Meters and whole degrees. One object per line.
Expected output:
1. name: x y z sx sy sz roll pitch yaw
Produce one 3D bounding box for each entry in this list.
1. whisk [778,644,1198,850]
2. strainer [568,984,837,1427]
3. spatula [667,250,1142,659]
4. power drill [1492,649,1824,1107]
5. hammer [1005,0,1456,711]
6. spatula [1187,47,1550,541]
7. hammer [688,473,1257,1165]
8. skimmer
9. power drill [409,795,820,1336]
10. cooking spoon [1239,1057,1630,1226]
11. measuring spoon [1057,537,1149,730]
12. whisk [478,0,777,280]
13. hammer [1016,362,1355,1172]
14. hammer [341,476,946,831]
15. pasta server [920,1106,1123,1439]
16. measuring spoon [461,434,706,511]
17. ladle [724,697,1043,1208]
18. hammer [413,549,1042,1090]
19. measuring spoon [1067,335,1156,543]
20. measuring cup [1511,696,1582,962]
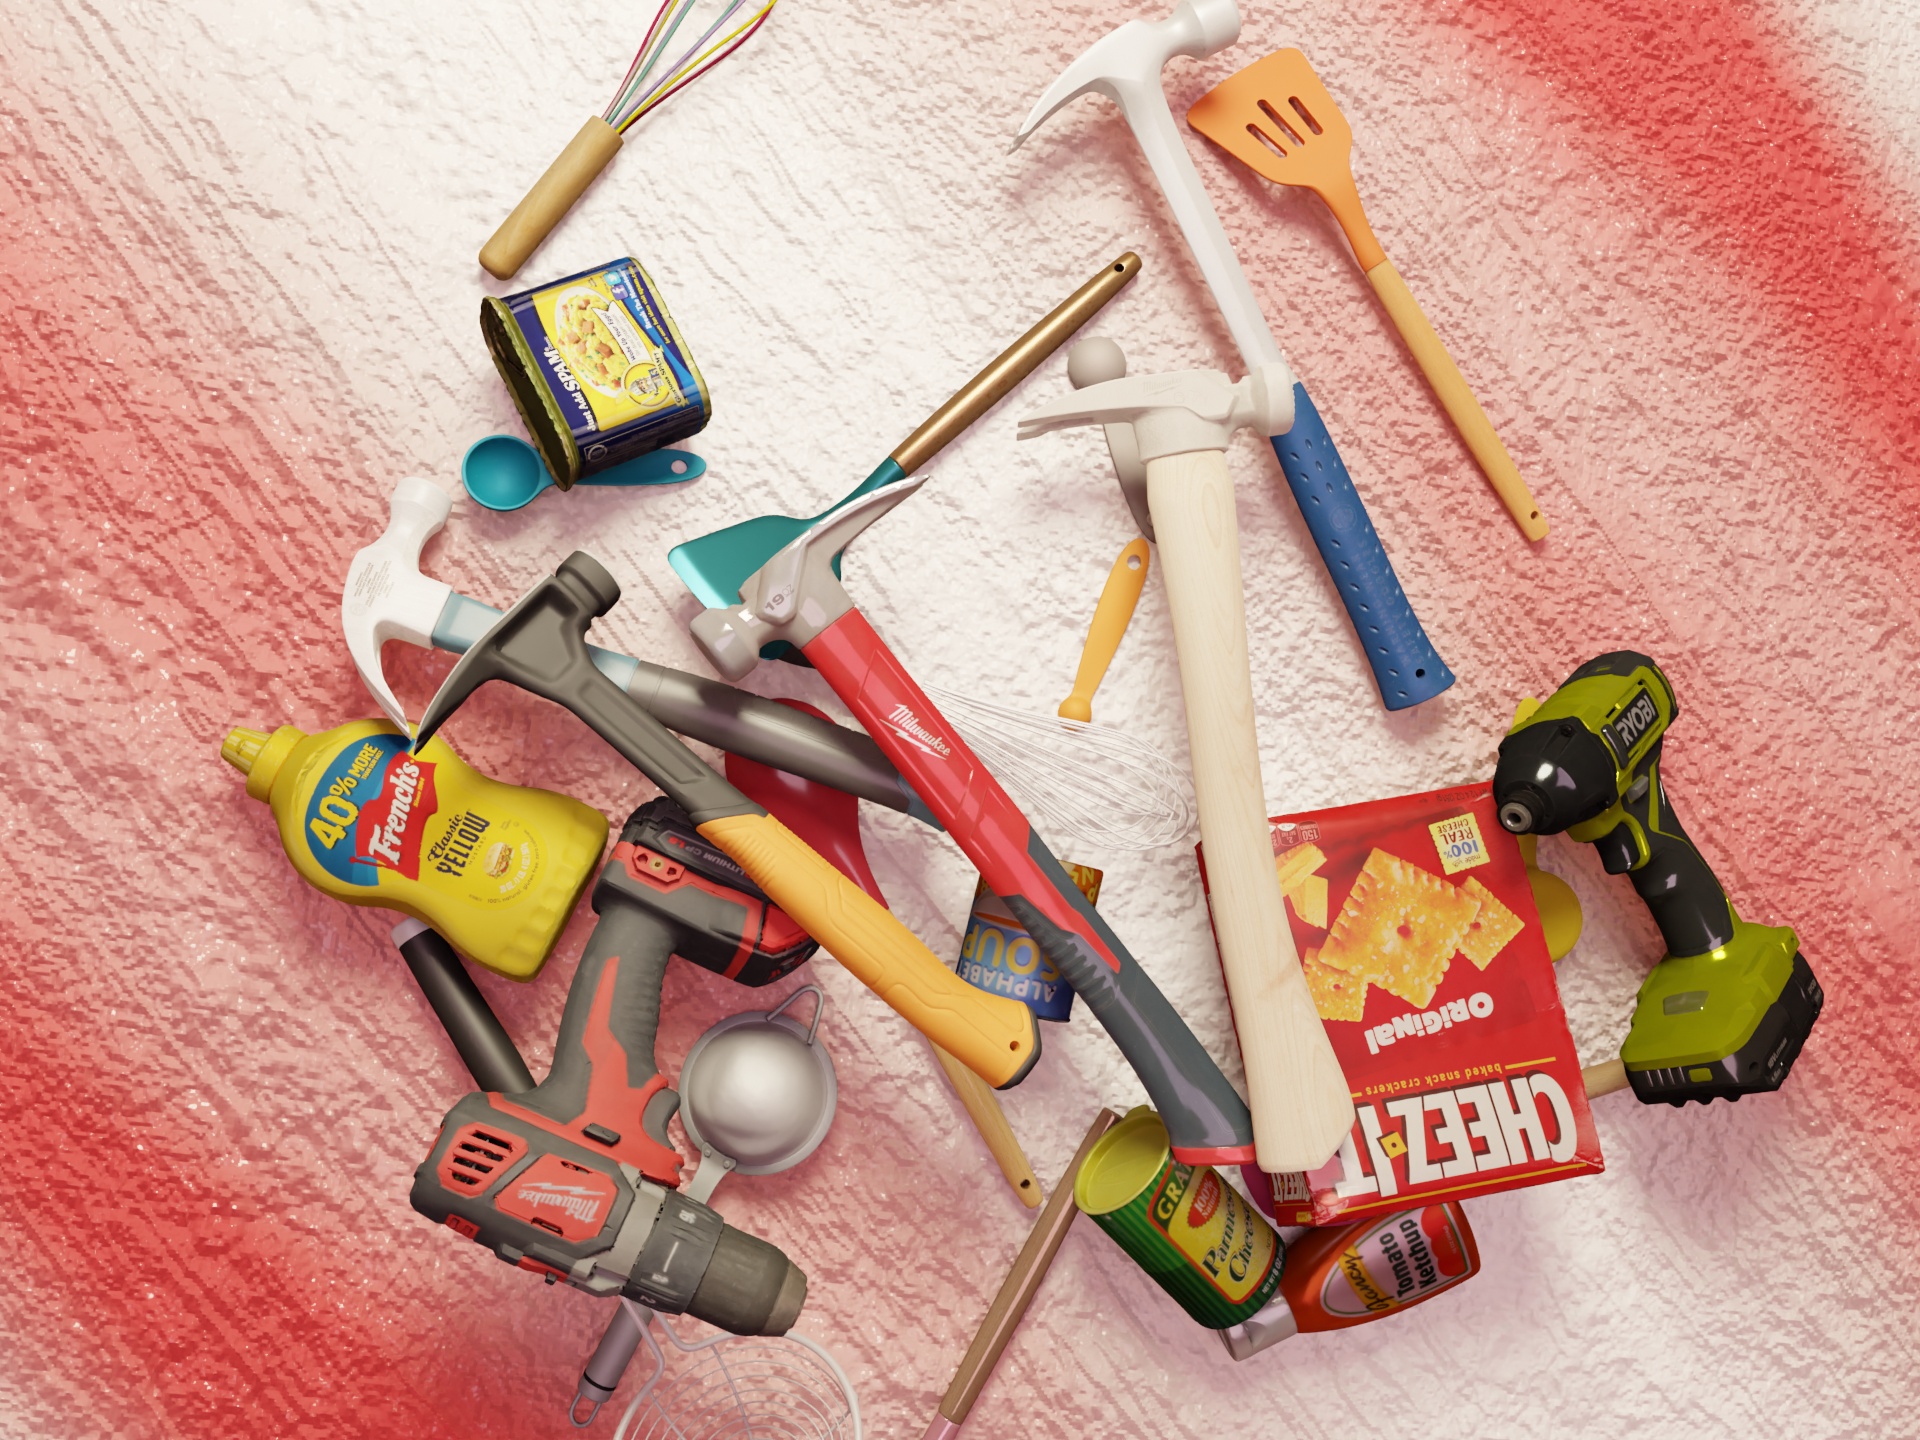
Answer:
1. whisk: -0.002 -0.002 0.863 0.284 0.070 0.070 25 85 -1
2. strainer: -0.141 0.257 0.839 0.087 0.050 0.258 27 87 9
3. spatula: -0.015 -0.158 0.869 0.317 0.044 0.082 -43 81 -9
4. power drill: 0.374 0.090 0.872 0.171 0.080 0.223 -32 95 -43
5. hammer: 0.167 -0.191 0.885 0.144 0.035 0.405 -27 96 -7
6. spatula: 0.251 -0.241 0.922 0.081 0.041 0.322 -35 97 -7
7. hammer: 0.039 0.061 0.805 0.143 0.038 0.386 -39 94 -11
8. skimmer: -0.181 0.246 0.780 0.127 0.090 0.363 -32 82 -18
9. power drill: -0.133 0.172 0.777 0.188 0.080 0.227 26 60 -6
10. cooking spoon: 0.309 0.221 0.903 0.319 0.069 0.017 -13 133 -13
11. measuring spoon: 0.083 -0.049 0.895 0.021 0.011 0.117 22 85 -7
12. whisk: -0.173 -0.333 0.854 0.047 0.051 0.245 39 86 -11
13. hammer: 0.127 0.020 0.814 0.146 0.038 0.411 -8 80 0
14. hammer: -0.157 -0.015 0.822 0.331 0.033 0.128 19 66 -4
15. pasta server: 0.010 0.354 0.857 0.060 0.040 0.316 32 83 -18
16. measuring spoon: -0.202 -0.132 0.858 0.128 0.021 0.042 -5 79 -17
17. ladle: -0.034 0.129 0.866 0.069 0.031 0.315 -29 94 -9
18. hammer: -0.098 0.068 0.768 0.337 0.034 0.127 41 61 -5
19. measuring spoon: 0.094 -0.159 0.897 0.034 0.018 0.124 -21 92 -9
20. measuring cup: 0.331 0.064 0.917 0.062 0.029 0.156 2 90 -8
